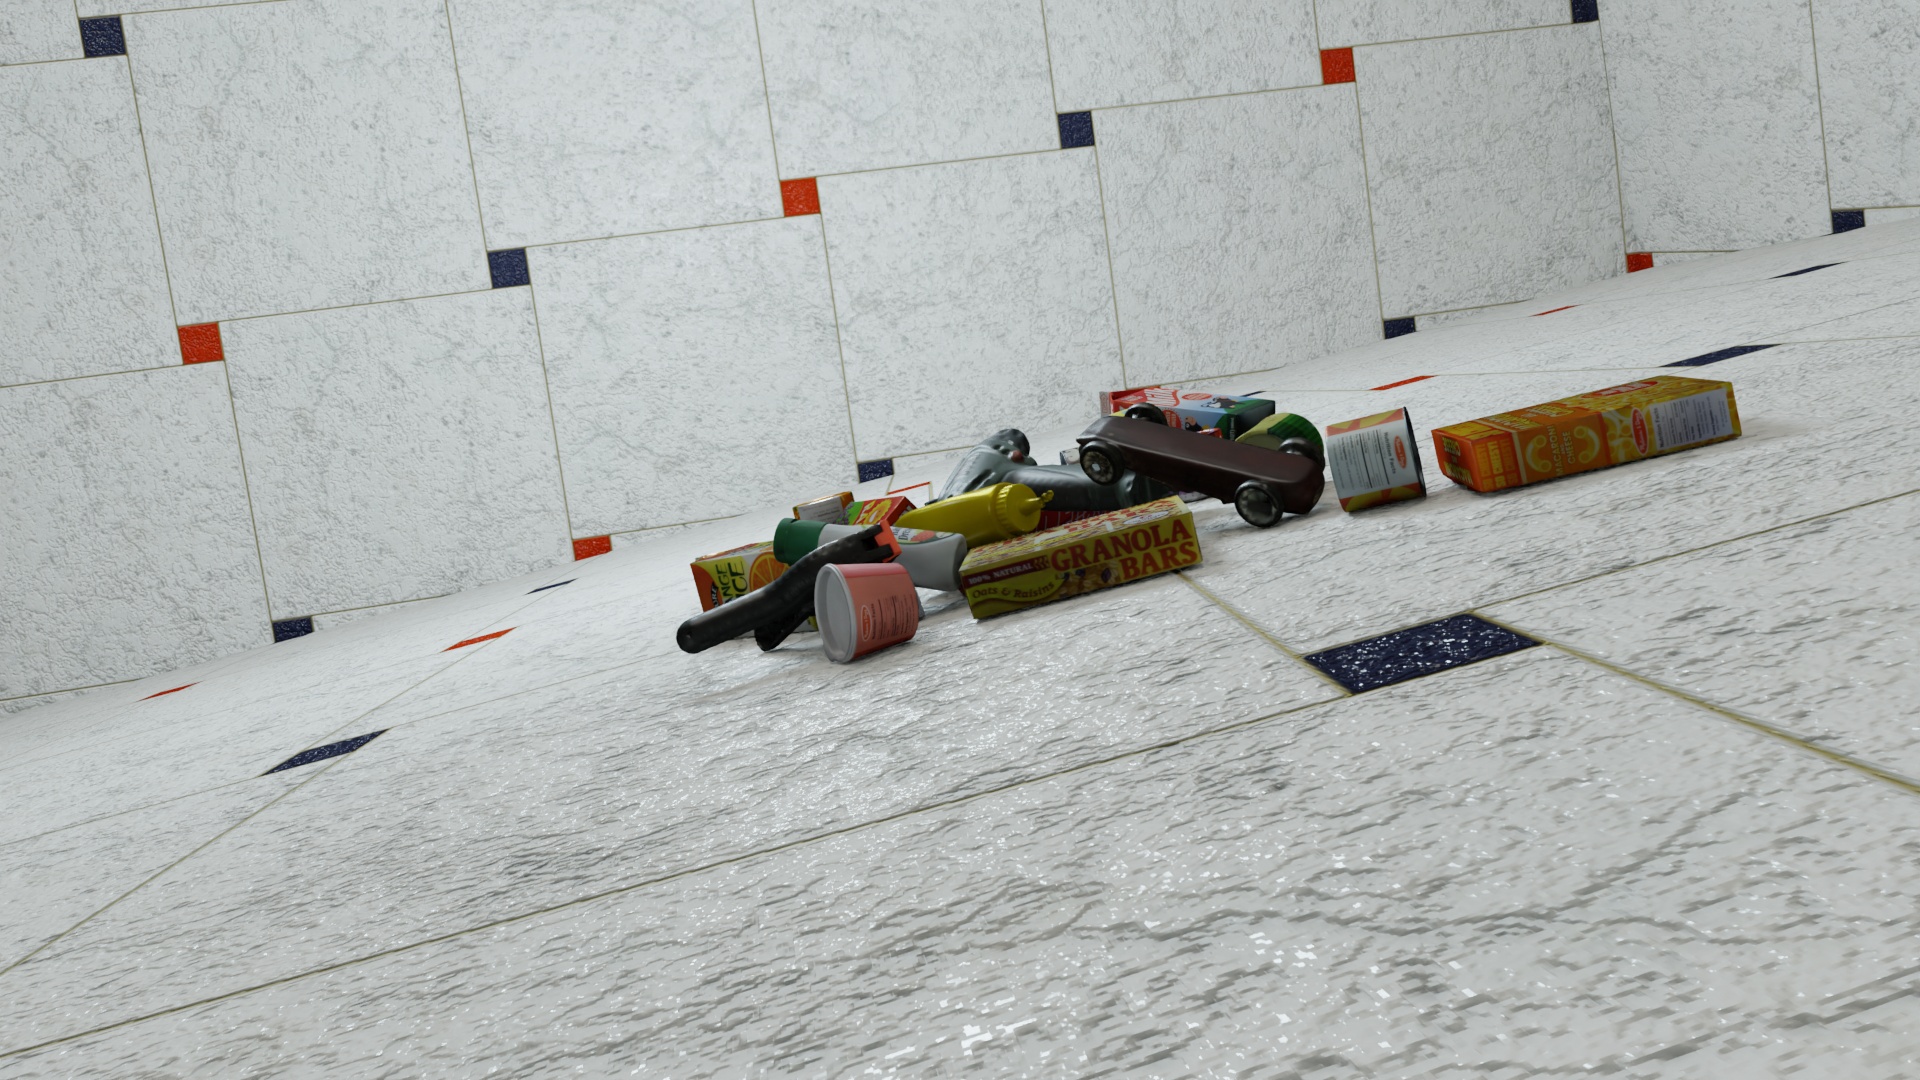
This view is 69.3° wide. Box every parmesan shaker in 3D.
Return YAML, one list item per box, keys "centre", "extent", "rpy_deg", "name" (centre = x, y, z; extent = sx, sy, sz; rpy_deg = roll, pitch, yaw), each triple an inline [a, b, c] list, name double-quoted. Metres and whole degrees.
- centre: [0.264, -0.066, 1.172]
  extent: [0.071, 0.071, 0.103]
  rpy_deg: [-12, 7, 25]
  name: "parmesan shaker"

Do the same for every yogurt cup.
- centre: [-0.063, 0.046, 0.952]
  extent: [0.054, 0.072, 0.072]
  rpy_deg: [-9, 3, -25]
  name: "yogurt cup"

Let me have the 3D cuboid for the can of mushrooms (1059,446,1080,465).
- centre: [0.129, -0.068, 1.478]
  extent: [0.033, 0.071, 0.071]
  rpy_deg: [-14, 6, -1]
  name: "can of mushrooms"

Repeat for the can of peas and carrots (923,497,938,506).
- centre: [0.005, -0.017, 1.362]
  extent: [0.071, 0.058, 0.071]
  rpy_deg: [-14, 7, 2]
  name: "can of peas and carrots"

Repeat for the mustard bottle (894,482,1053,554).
- centre: [0.016, -0.016, 1.110]
  extent: [0.065, 0.049, 0.160]
  rpy_deg: [-8, -6, -43]
  name: "mustard bottle"

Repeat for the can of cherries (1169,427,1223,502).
- centre: [0.226, -0.072, 1.326]
  extent: [0.071, 0.058, 0.071]
  rpy_deg: [-15, 6, 2]
  name: "can of cherries"

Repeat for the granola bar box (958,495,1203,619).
- centre: [0.087, 0.011, 1.011]
  extent: [0.165, 0.039, 0.124]
  rpy_deg: [-15, 6, 5]
  name: "granola bar box"

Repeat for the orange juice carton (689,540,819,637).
- centre: [-0.167, 0.040, 1.205]
  extent: [0.192, 0.071, 0.073]
  rpy_deg: [-8, 8, 44]
  name: "orange juice carton"

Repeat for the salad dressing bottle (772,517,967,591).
- centre: [-0.071, 0.009, 1.075]
  extent: [0.148, 0.044, 0.064]
  rpy_deg: [7, 12, 15]
  name: "salad dressing bottle"

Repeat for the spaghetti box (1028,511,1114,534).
- centre: [0.081, -0.017, 1.317]
  extent: [0.251, 0.028, 0.050]
  rpy_deg: [-18, 8, -27]
  name: "spaghetti box"

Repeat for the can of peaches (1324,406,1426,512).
- centre: [0.299, -0.057, 0.999]
  extent: [0.058, 0.071, 0.071]
  rpy_deg: [-13, 6, 21]
  name: "can of peaches"

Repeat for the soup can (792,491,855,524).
- centre: [-0.134, -0.004, 1.457]
  extent: [0.071, 0.083, 0.071]
  rpy_deg: [-15, 5, 2]
  name: "soup can"

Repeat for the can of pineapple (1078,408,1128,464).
- centre: [0.160, -0.095, 1.363]
  extent: [0.071, 0.071, 0.058]
  rpy_deg: [-11, 6, 32]
  name: "can of pineapple"

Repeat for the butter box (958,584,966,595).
- centre: [0.046, 0.018, 1.115]
  extent: [0.103, 0.024, 0.053]
  rpy_deg: [-15, 5, -4]
  name: "butter box"

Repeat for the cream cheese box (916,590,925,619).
- centre: [-0.071, 0.054, 1.072]
  extent: [0.053, 0.024, 0.103]
  rpy_deg: [-16, 6, -21]
  name: "cream cheese box"

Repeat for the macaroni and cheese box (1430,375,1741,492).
- centre: [0.427, -0.074, 0.963]
  extent: [0.166, 0.040, 0.124]
  rpy_deg: [-13, 7, 9]
  name: "macaroni and cheese box"

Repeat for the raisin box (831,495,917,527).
- centre: [-0.094, 0.002, 1.363]
  extent: [0.086, 0.040, 0.123]
  rpy_deg: [-51, 21, -21]
  name: "raisin box"

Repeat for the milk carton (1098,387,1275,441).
- centre: [0.220, -0.112, 1.420]
  extent: [0.190, 0.072, 0.074]
  rpy_deg: [11, 23, 41]
  name: "milk carton"
